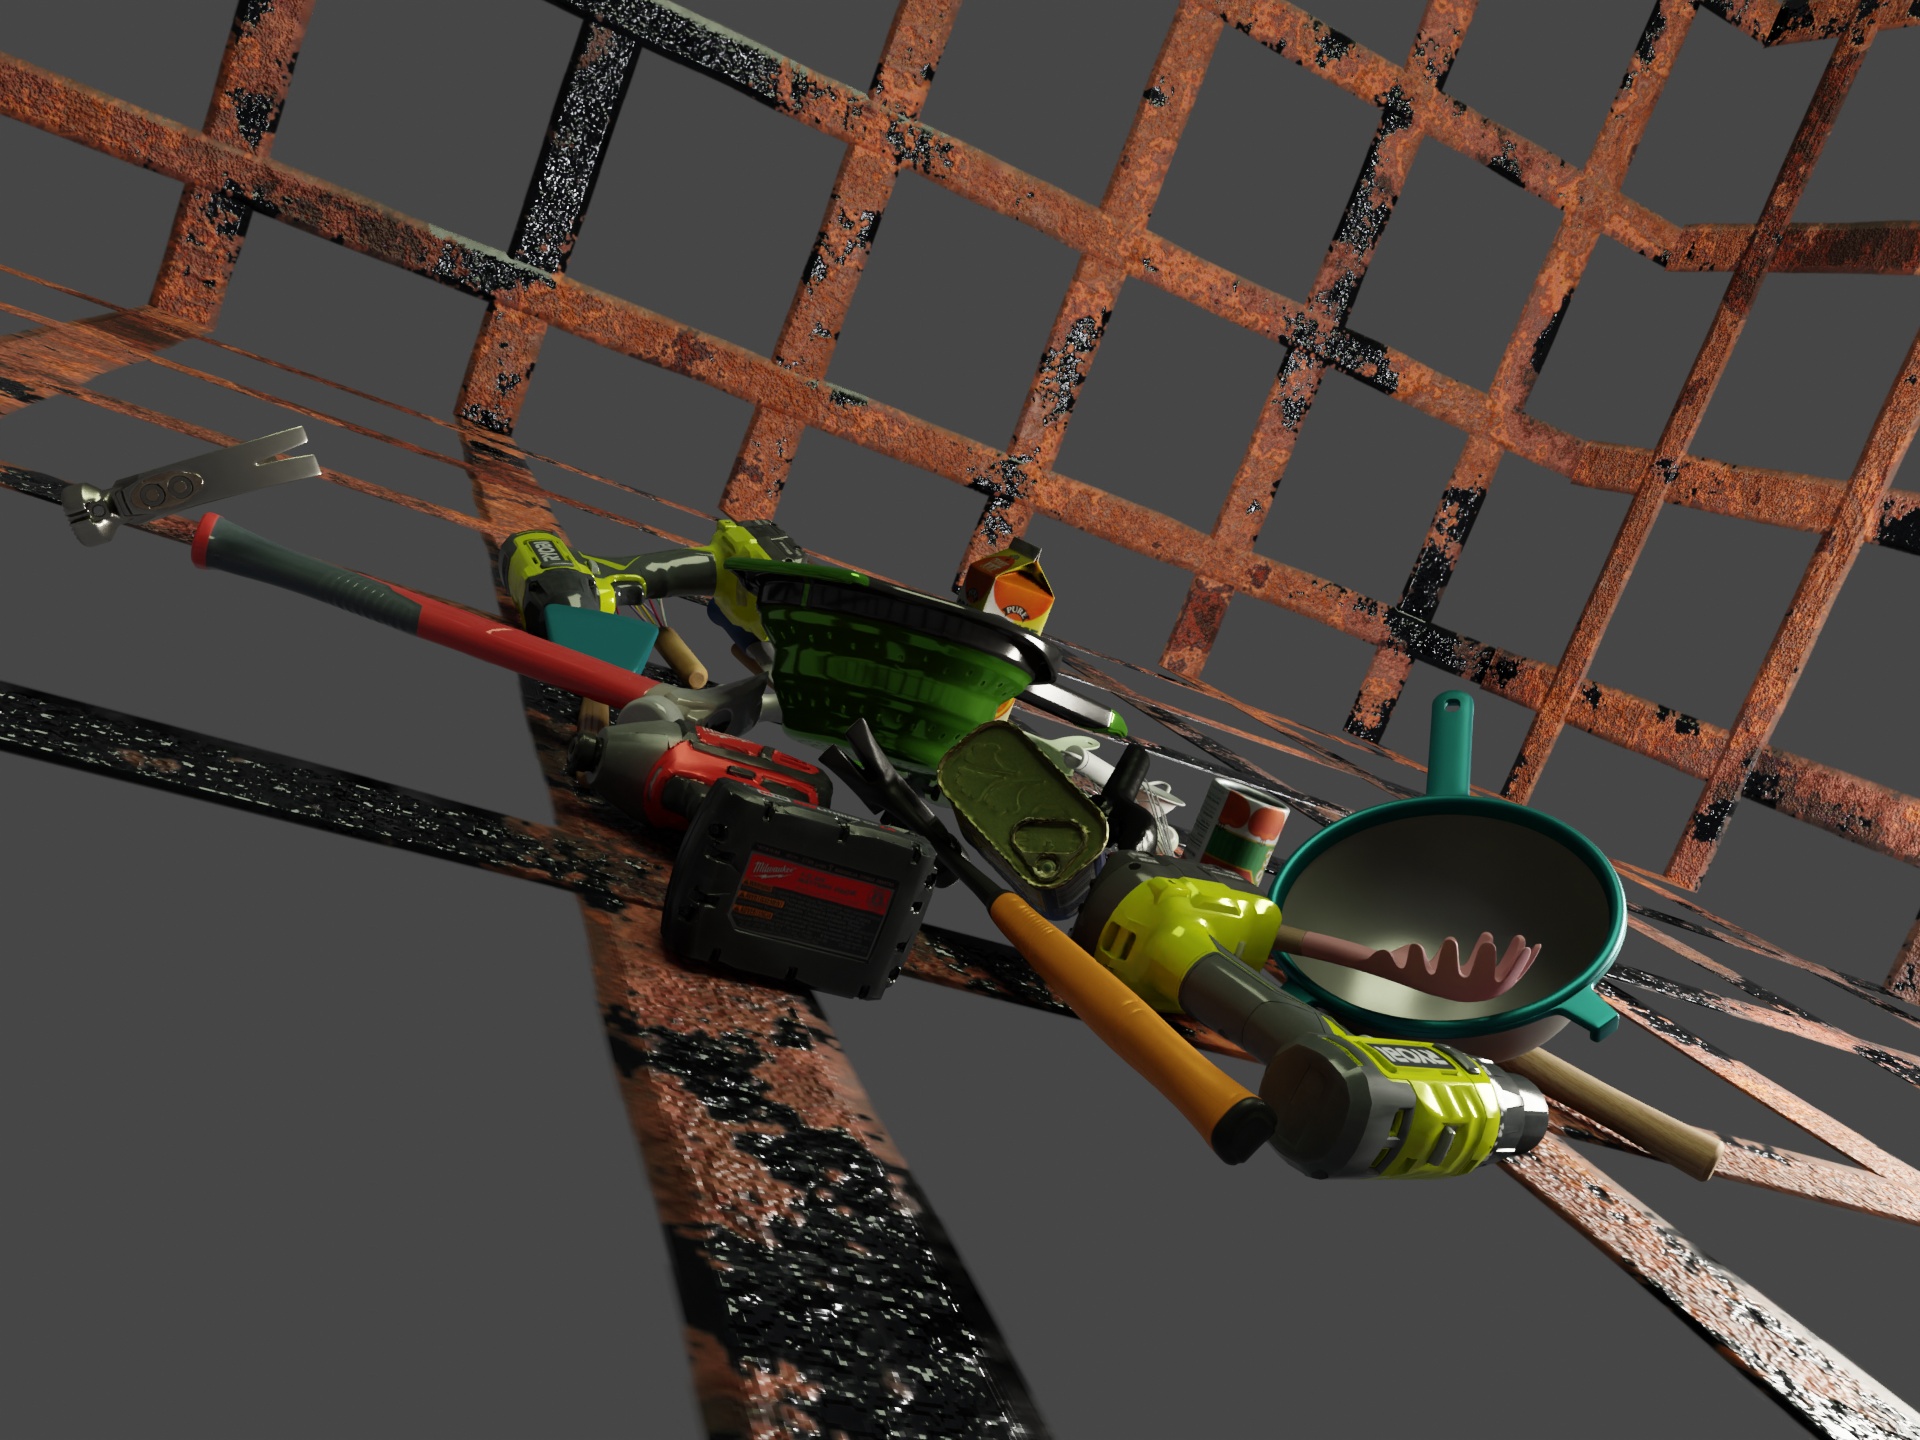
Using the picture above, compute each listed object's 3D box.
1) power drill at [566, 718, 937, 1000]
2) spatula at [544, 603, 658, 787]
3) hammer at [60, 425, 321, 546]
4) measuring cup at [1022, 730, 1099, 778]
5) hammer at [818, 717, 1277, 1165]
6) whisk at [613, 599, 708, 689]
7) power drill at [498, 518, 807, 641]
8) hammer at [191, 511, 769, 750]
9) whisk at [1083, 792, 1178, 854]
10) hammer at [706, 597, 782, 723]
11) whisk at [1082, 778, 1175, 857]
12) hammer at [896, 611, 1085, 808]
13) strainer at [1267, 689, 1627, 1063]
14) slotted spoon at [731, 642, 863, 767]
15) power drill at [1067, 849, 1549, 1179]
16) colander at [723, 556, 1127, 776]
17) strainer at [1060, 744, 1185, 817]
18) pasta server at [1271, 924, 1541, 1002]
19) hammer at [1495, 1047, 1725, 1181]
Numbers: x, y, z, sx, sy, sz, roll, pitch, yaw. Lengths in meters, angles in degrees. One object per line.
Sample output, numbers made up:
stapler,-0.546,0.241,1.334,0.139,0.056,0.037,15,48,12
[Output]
power drill,-0.111,0.053,0.785,0.143,0.078,0.220,19,6,-26
spatula,-0.234,-0.018,1.018,0.082,0.044,0.318,11,12,-15
hammer,-0.529,-0.182,1.160,0.146,0.038,0.411,-20,16,-13
measuring cup,0.077,0.038,1.385,0.083,0.038,0.167,33,19,24
hammer,0.039,0.109,0.807,0.337,0.034,0.127,38,-12,51
whisk,-0.260,-0.079,1.345,0.051,0.047,0.245,-3,23,-25
power drill,-0.242,-0.105,1.275,0.223,0.080,0.171,-6,26,-25
hammer,-0.310,-0.061,0.993,0.386,0.038,0.143,19,16,16
whisk,0.077,0.064,1.279,0.246,0.059,0.058,22,51,-26
hammer,-0.159,-0.055,1.335,0.144,0.035,0.406,0,14,-16
whisk,0.144,0.106,1.144,0.070,0.070,0.285,19,13,-17
hammer,0.021,-0.014,1.254,0.149,0.036,0.409,16,20,-2
strainer,0.318,0.109,1.037,0.211,0.095,0.341,-2,34,21
slotted spoon,-0.139,-0.023,1.340,0.070,0.031,0.314,13,10,-30
power drill,0.181,0.158,0.831,0.190,0.080,0.229,13,15,-40
colander,-0.002,-0.003,1.043,0.205,0.094,0.396,10,-7,36
strainer,0.129,0.053,1.349,0.087,0.050,0.258,24,-2,26
pasta server,0.184,0.121,0.955,0.316,0.040,0.060,9,3,37
hammer,0.336,0.206,1.056,0.331,0.031,0.130,27,11,32
